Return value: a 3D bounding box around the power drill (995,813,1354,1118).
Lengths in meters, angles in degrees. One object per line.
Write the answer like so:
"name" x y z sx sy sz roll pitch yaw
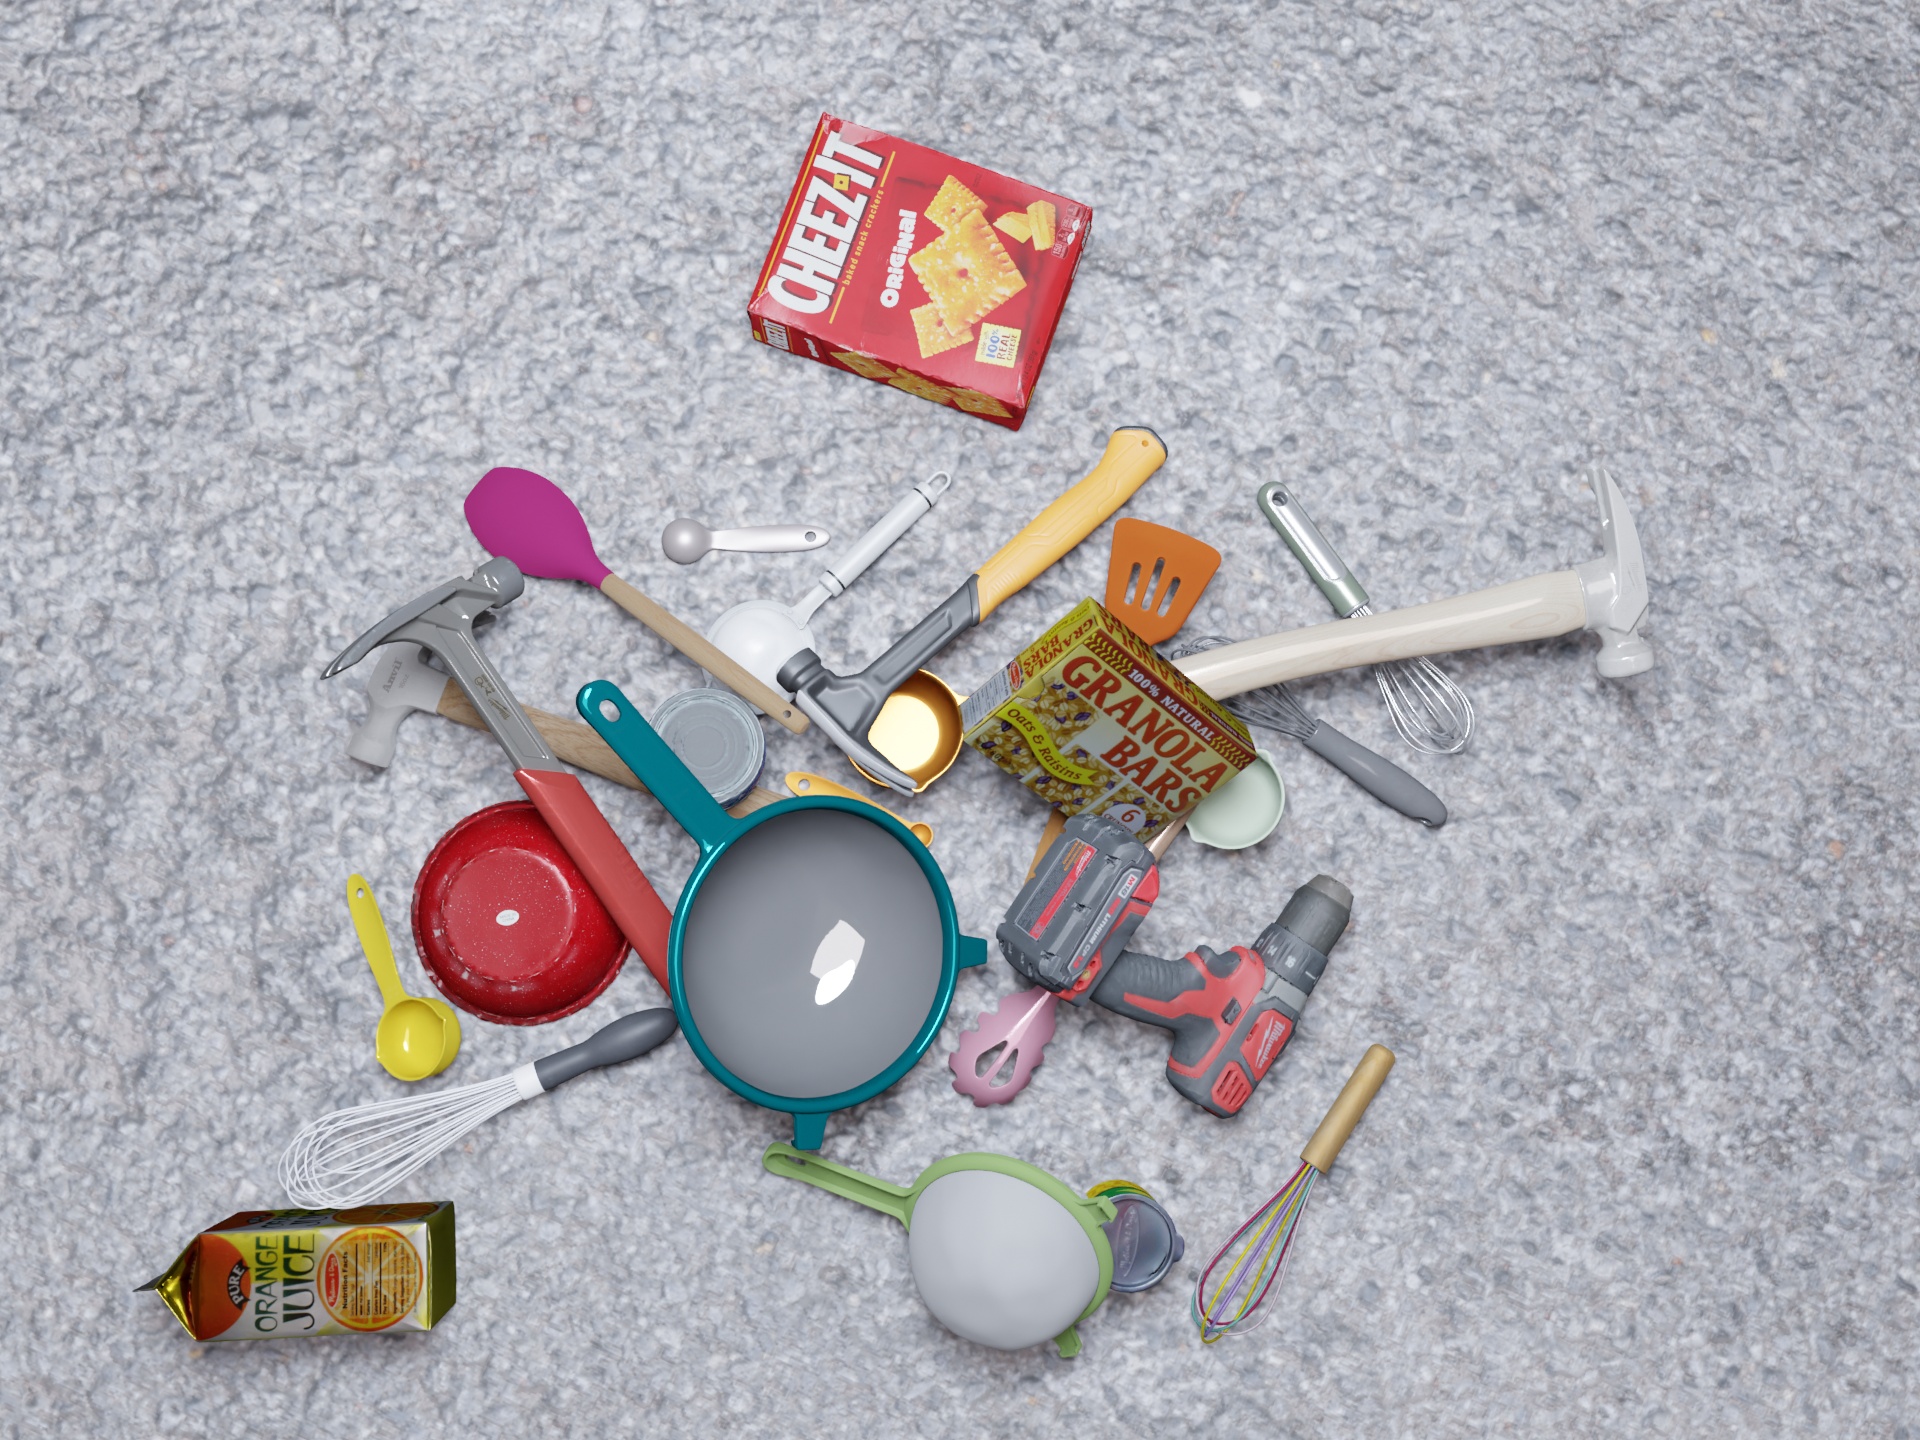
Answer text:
"power drill" 0.159 0.151 1.097 0.226 0.080 0.188 35 87 -25

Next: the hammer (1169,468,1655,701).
"hammer" 0.271 -0.063 1.111 0.410 0.038 0.146 -13 98 1

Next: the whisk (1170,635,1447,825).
"whisk" 0.257 0.010 1.166 0.239 0.055 0.055 33 84 -4

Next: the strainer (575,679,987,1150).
"strainer" -0.151 0.109 1.076 0.211 0.095 0.340 -45 106 -23

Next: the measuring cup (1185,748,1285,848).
"measuring cup" 0.165 0.029 1.166 0.168 0.038 0.083 40 94 18

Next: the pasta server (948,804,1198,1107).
"pasta server" 0.097 0.144 1.132 0.060 0.040 0.316 36 88 0

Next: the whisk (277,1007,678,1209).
"whisk" -0.330 0.264 1.104 0.284 0.070 0.070 -22 86 -10

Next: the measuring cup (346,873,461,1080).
"measuring cup" -0.396 0.178 1.122 0.062 0.029 0.157 -30 73 13

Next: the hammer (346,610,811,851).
"hammer" -0.260 0.019 1.140 0.331 0.031 0.130 20 84 -2

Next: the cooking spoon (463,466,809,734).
"cooking spoon" -0.231 -0.084 1.124 0.319 0.017 0.069 36 83 15

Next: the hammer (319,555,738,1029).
"hammer" -0.268 0.072 1.076 0.149 0.037 0.359 -42 107 -40

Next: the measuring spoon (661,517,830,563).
"measuring spoon" -0.158 -0.135 1.167 0.124 0.018 0.034 -2 84 -4

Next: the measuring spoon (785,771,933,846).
"measuring spoon" -0.074 0.064 1.159 0.117 0.011 0.021 23 84 3

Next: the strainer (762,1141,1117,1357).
"strainer" -0.027 0.354 1.077 0.256 0.069 0.151 17 121 13

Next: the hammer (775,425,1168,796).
"hammer" 0.032 -0.095 1.132 0.127 0.034 0.337 44 72 10

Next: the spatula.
"spatula" 0.094 0.015 1.148 0.081 0.041 0.322 21 88 8

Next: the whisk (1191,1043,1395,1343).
"whisk" 0.240 0.338 1.138 0.047 0.051 0.245 40 79 -20

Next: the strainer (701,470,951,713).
"strainer" -0.101 -0.096 1.158 0.087 0.050 0.258 43 80 16

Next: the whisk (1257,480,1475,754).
"whisk" 0.297 -0.076 1.174 0.058 0.059 0.246 -34 82 -8

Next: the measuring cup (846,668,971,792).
"measuring cup" -0.002 -0.004 1.148 0.173 0.052 0.095 -15 85 -7
